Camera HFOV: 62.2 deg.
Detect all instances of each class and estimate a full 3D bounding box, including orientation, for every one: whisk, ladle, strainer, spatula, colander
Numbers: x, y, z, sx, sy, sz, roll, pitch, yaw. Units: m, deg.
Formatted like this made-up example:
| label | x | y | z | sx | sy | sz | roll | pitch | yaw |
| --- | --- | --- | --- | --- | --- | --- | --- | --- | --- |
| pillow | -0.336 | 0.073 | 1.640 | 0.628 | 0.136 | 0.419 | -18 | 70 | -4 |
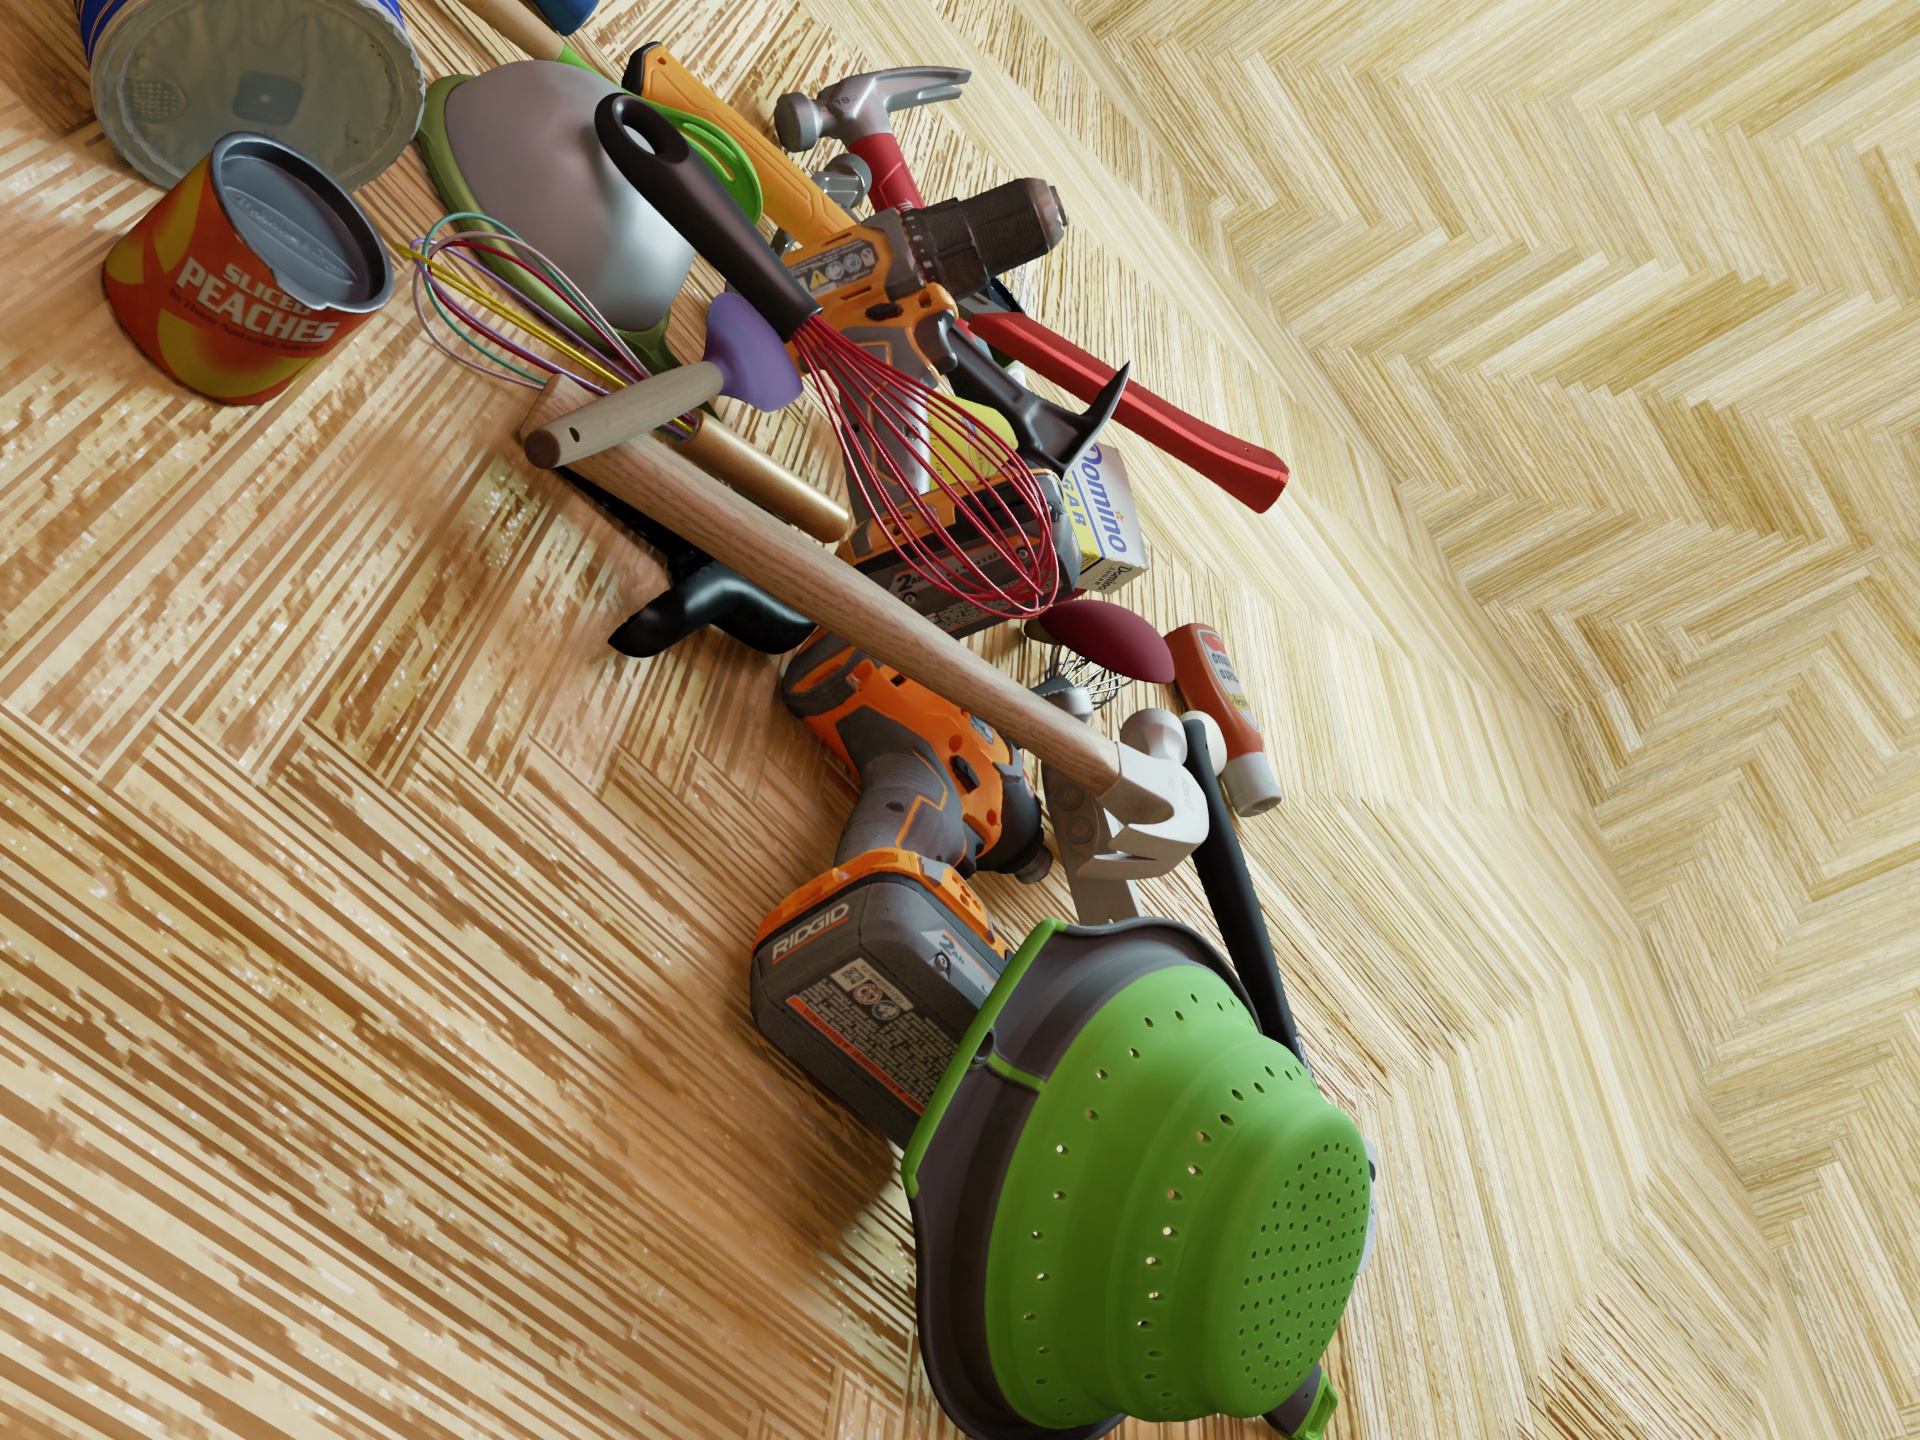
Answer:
| label | x | y | z | sx | sy | sz | roll | pitch | yaw |
| --- | --- | --- | --- | --- | --- | --- | --- | --- | --- |
| whisk | 0.054 | -0.017 | 0.928 | 0.055 | 0.055 | 0.239 | 59 | 24 | -1 |
| whisk | 0.035 | -0.278 | 1.204 | 0.057 | 0.059 | 0.247 | 29 | 42 | -34 |
| ladle | 0.059 | -0.047 | 0.855 | 0.069 | 0.031 | 0.315 | 23 | 2 | -6 |
| strainer | -0.141 | -0.208 | 0.744 | 0.256 | 0.069 | 0.151 | 55 | 24 | -7 |
| spatula | -0.112 | -0.138 | 0.647 | 0.059 | 0.018 | 0.316 | 61 | 16 | -14 |
| colander | 0.119 | 0.231 | 0.632 | 0.204 | 0.094 | 0.396 | -58 | 136 | -23 |
| whisk | -0.136 | -0.139 | 0.686 | 0.244 | 0.047 | 0.051 | 30 | 62 | -45 |
| whisk | -0.057 | -0.161 | 0.708 | 0.295 | 0.073 | 0.073 | 48 | 25 | -7 |

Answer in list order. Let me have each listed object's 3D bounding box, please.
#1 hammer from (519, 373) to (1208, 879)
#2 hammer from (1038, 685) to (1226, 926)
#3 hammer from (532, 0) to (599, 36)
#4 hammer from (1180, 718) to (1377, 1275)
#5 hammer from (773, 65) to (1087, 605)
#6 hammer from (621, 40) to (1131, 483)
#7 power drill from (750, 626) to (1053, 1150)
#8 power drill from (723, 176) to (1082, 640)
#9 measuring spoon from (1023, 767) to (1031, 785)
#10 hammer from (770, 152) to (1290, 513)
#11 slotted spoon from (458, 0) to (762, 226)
| label | x | y | z | sx | sy | sz | roll | pitch | yaw |
| --- | --- | --- | --- | --- | --- | --- | --- | --- | --- |
| hammer | -0.029 | -0.035 | 0.651 | 0.331 | 0.031 | 0.130 | 32 | 26 | -18 |
| hammer | 0.120 | 0.046 | 0.956 | 0.410 | 0.038 | 0.146 | -10 | 84 | -72 |
| hammer | -0.327 | -0.473 | 0.729 | 0.405 | 0.035 | 0.144 | 37 | 32 | -42 |
| hammer | 0.170 | 0.154 | 0.893 | 0.334 | 0.035 | 0.146 | 69 | 22 | -12 |
| hammer | 0.011 | -0.262 | 1.070 | 0.143 | 0.038 | 0.386 | -20 | 83 | -22 |
| hammer | -0.052 | -0.267 | 0.914 | 0.337 | 0.034 | 0.127 | 41 | 56 | -6 |
| power drill | -0.010 | 0.067 | 0.674 | 0.164 | 0.084 | 0.227 | 46 | 23 | -27 |
| power drill | -0.007 | -0.166 | 0.822 | 0.084 | 0.185 | 0.226 | 51 | 18 | -73 |
| measuring spoon | -0.001 | -0.003 | 0.860 | 0.116 | 0.011 | 0.021 | 48 | 21 | -17 |
| hammer | 0.050 | -0.230 | 1.005 | 0.359 | 0.036 | 0.149 | 30 | 41 | -10 |
| slotted spoon | -0.219 | -0.345 | 0.780 | 0.313 | 0.070 | 0.031 | 31 | 63 | -38 |
